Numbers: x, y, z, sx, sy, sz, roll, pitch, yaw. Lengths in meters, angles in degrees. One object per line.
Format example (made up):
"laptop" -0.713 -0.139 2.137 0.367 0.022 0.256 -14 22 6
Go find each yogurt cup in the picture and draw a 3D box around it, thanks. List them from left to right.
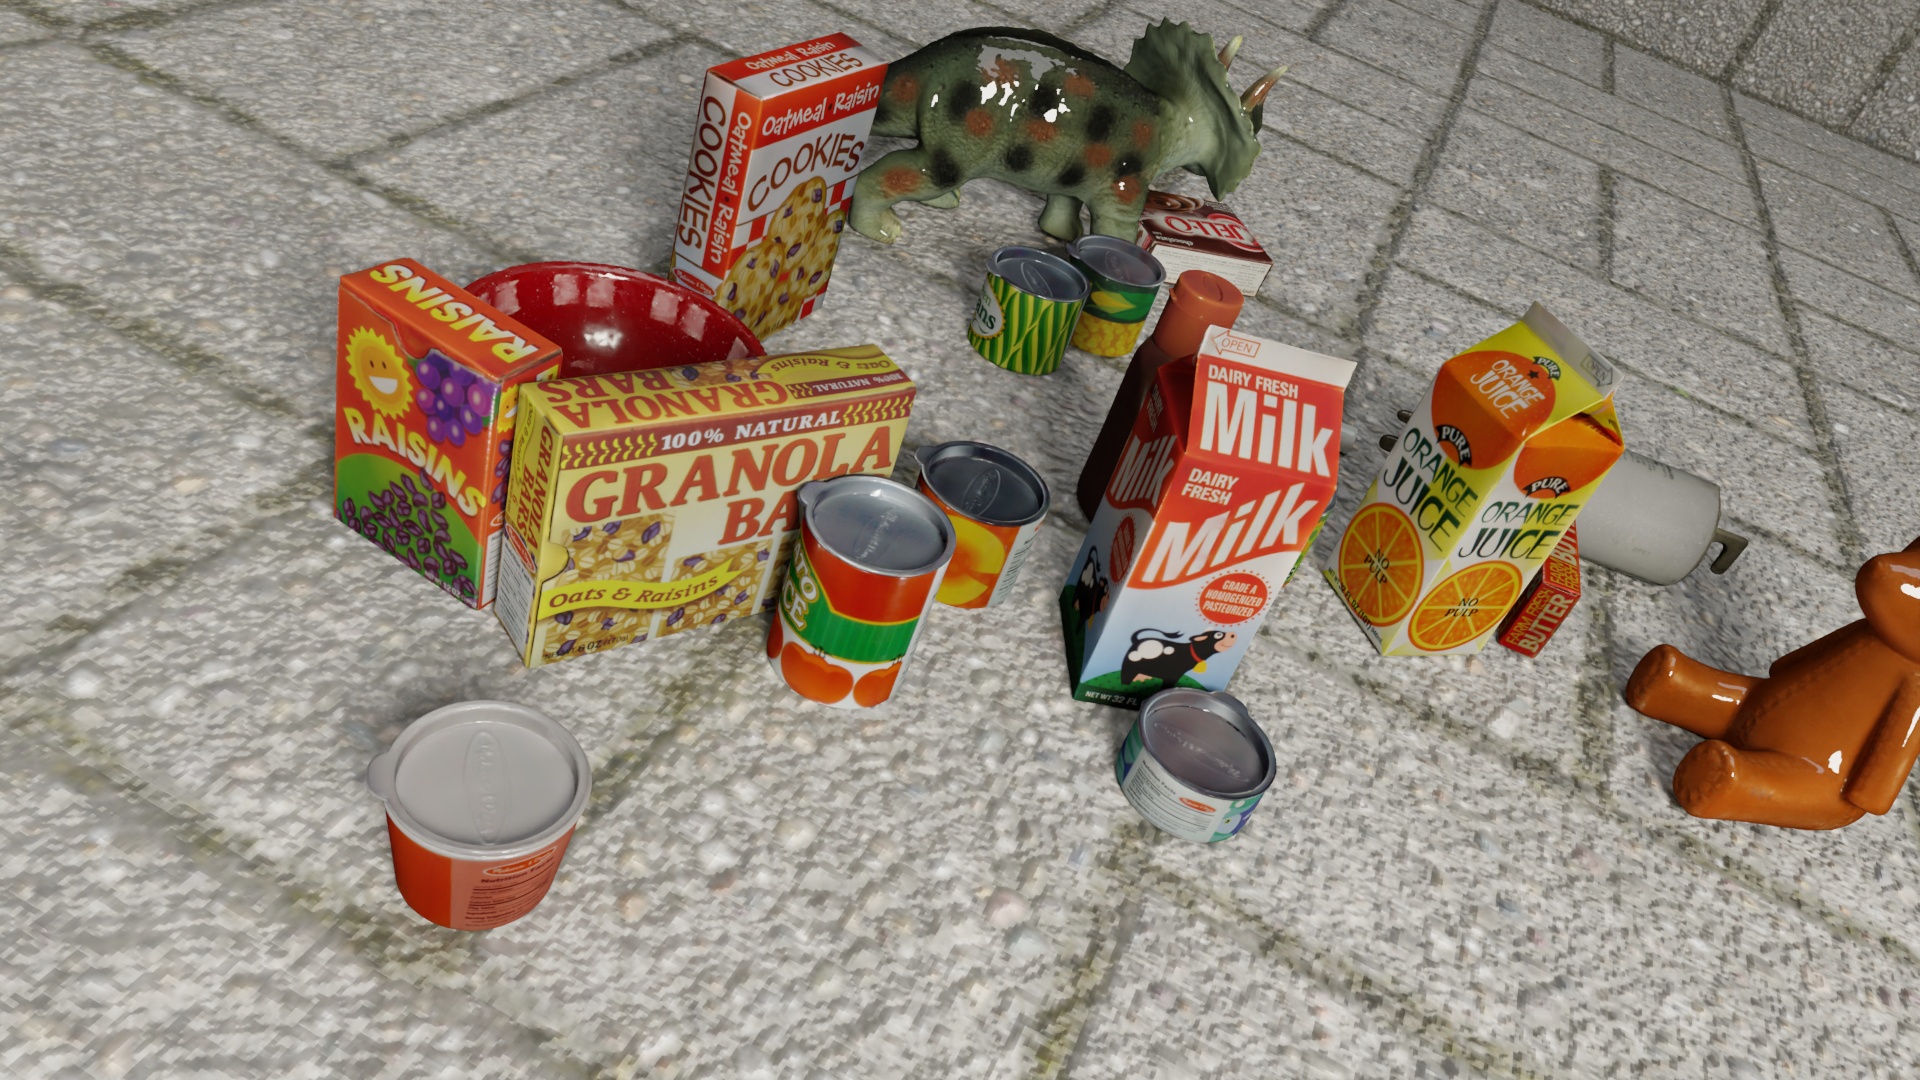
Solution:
"yogurt cup" -0.166 0.098 0.484 0.072 0.053 0.073 13 37 -10

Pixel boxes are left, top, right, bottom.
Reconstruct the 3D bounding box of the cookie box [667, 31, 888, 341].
"cookie box" -0.108 -0.193 0.786 0.040 0.166 0.123 31 37 14

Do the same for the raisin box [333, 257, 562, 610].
"raisin box" -0.217 -0.043 0.580 0.086 0.122 0.040 31 37 14

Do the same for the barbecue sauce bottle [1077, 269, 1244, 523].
"barbecue sauce bottle" 0.108 -0.075 0.755 0.044 0.147 0.065 12 37 -12

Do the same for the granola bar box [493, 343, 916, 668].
"granola bar box" -0.109 -0.017 0.599 0.166 0.123 0.039 -13 48 -37

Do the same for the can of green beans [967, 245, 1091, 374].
"can of green beans" 0.043 -0.148 0.893 0.071 0.057 0.071 13 37 -10

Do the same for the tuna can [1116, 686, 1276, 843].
"tuna can" 0.107 0.100 0.630 0.071 0.032 0.071 13 37 -10

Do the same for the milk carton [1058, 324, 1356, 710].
"milk carton" 0.110 -0.011 0.640 0.072 0.189 0.074 12 37 -12

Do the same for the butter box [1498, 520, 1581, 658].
"butter box" 0.344 0.020 0.828 0.024 0.052 0.104 25 36 5

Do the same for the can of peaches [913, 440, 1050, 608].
"can of peaches" 0.002 -0.009 0.697 0.071 0.057 0.071 13 37 -10

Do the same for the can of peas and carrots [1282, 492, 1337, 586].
"can of peas and carrots" 0.169 -0.012 0.780 0.071 0.058 0.071 13 37 -10

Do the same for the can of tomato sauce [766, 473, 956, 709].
"can of tomato sauce" -0.047 0.023 0.612 0.071 0.082 0.071 13 37 -10

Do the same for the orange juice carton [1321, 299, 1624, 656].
"orange juice carton" 0.278 -0.029 0.742 0.073 0.191 0.072 1 41 -25

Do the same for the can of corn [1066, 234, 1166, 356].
"can of corn" 0.096 -0.166 0.942 0.071 0.058 0.071 13 37 -10
